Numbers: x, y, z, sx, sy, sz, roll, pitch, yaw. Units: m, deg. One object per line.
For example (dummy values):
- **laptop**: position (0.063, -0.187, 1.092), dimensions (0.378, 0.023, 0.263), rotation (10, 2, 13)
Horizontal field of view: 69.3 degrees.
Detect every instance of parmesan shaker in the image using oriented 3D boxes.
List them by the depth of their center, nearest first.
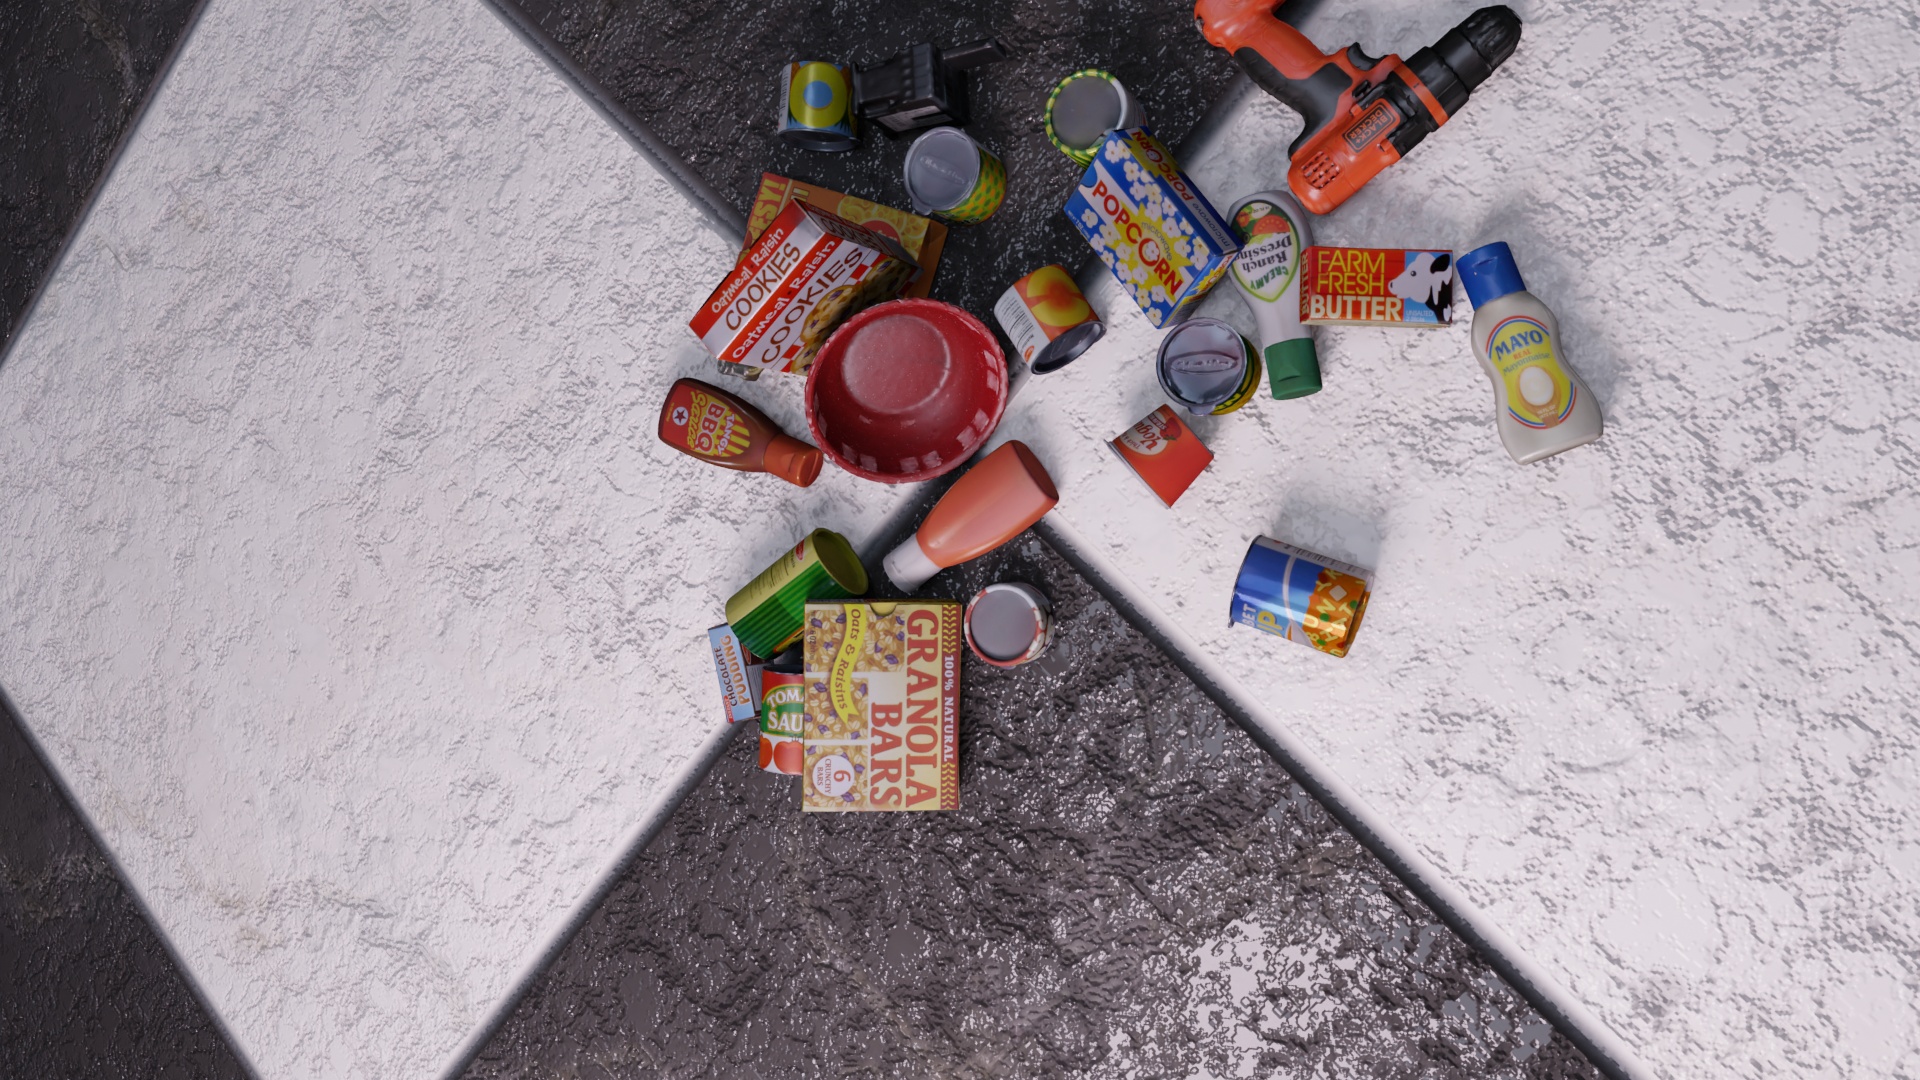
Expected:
- **parmesan shaker**: position (-0.136, 0.044, 1.153), dimensions (0.103, 0.071, 0.071), rotation (-37, 75, 20)

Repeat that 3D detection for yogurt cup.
- **yogurt cup**: position (0.151, -0.064, 1.031), dimensions (0.054, 0.072, 0.072), rotation (-42, 73, 9)

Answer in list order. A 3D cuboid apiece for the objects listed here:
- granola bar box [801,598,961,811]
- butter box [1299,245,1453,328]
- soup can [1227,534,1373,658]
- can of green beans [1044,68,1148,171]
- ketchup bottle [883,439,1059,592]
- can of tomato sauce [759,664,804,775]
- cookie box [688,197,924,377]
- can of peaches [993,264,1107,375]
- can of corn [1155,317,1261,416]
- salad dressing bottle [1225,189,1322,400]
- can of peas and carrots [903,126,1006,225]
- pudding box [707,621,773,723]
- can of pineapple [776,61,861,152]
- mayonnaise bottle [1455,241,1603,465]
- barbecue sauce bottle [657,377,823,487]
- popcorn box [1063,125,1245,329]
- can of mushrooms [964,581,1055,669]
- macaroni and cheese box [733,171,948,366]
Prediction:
- **granola bar box**: position (-0.063, 0.130, 1.100), dimensions (0.124, 0.039, 0.165), rotation (0, 91, -7)
- **butter box**: position (0.291, -0.177, 0.971), dimensions (0.103, 0.024, 0.053), rotation (2, 89, -1)
- **soup can**: position (0.241, 0.042, 0.985), dimensions (0.084, 0.071, 0.071), rotation (20, 97, 23)
- **can of green beans**: position (0.104, -0.319, 1.060), dimensions (0.071, 0.058, 0.071), rotation (-1, 89, 24)
- **ketchup bottle**: position (0.004, -0.014, 1.103), dimensions (0.148, 0.043, 0.065), rotation (-37, 74, 19)
- **can of tomato sauce**: position (-0.132, 0.147, 1.144), dimensions (0.071, 0.071, 0.083), rotation (3, 91, 24)
- **cookie box**: position (-0.113, -0.184, 1.046), dimensions (0.122, 0.168, 0.040), rotation (-47, 74, 17)
- **can of peaches**: position (0.069, -0.170, 1.069), dimensions (0.071, 0.071, 0.058), rotation (-37, 75, 19)
- **can of corn**: position (0.183, -0.124, 1.020), dimensions (0.071, 0.058, 0.071), rotation (-1, 89, 24)
- **salad dressing bottle**: position (0.231, -0.177, 1.008), dimensions (0.064, 0.044, 0.147), rotation (-13, 84, 28)
- **can of peas and carrots**: position (-0.005, -0.287, 1.106), dimensions (0.071, 0.059, 0.071), rotation (0, 89, 24)
- **pudding box**: position (-0.182, 0.110, 1.178), dimensions (0.030, 0.050, 0.084), rotation (-16, 83, 22)
- **can of pineapple**: position (-0.115, -0.359, 1.153), dimensions (0.071, 0.071, 0.058), rotation (5, 91, 24)
- **mayonnaise bottle**: position (0.380, -0.129, 0.943), dimensions (0.064, 0.041, 0.148), rotation (-22, 81, 22)
- **barbecue sauce bottle**: position (-0.187, -0.088, 1.189), dimensions (0.149, 0.044, 0.064), rotation (24, 98, 22)
- **popcorn box**: position (0.142, -0.232, 1.030), dimensions (0.127, 0.038, 0.084), rotation (55, 144, 15)
- **can of mushrooms**: position (0.038, 0.068, 1.092), dimensions (0.071, 0.033, 0.071), rotation (-1, 88, 23)
- **macaroni and cheese box**: position (-0.106, -0.227, 1.158), dimensions (0.166, 0.040, 0.123), rotation (21, 98, 22)
